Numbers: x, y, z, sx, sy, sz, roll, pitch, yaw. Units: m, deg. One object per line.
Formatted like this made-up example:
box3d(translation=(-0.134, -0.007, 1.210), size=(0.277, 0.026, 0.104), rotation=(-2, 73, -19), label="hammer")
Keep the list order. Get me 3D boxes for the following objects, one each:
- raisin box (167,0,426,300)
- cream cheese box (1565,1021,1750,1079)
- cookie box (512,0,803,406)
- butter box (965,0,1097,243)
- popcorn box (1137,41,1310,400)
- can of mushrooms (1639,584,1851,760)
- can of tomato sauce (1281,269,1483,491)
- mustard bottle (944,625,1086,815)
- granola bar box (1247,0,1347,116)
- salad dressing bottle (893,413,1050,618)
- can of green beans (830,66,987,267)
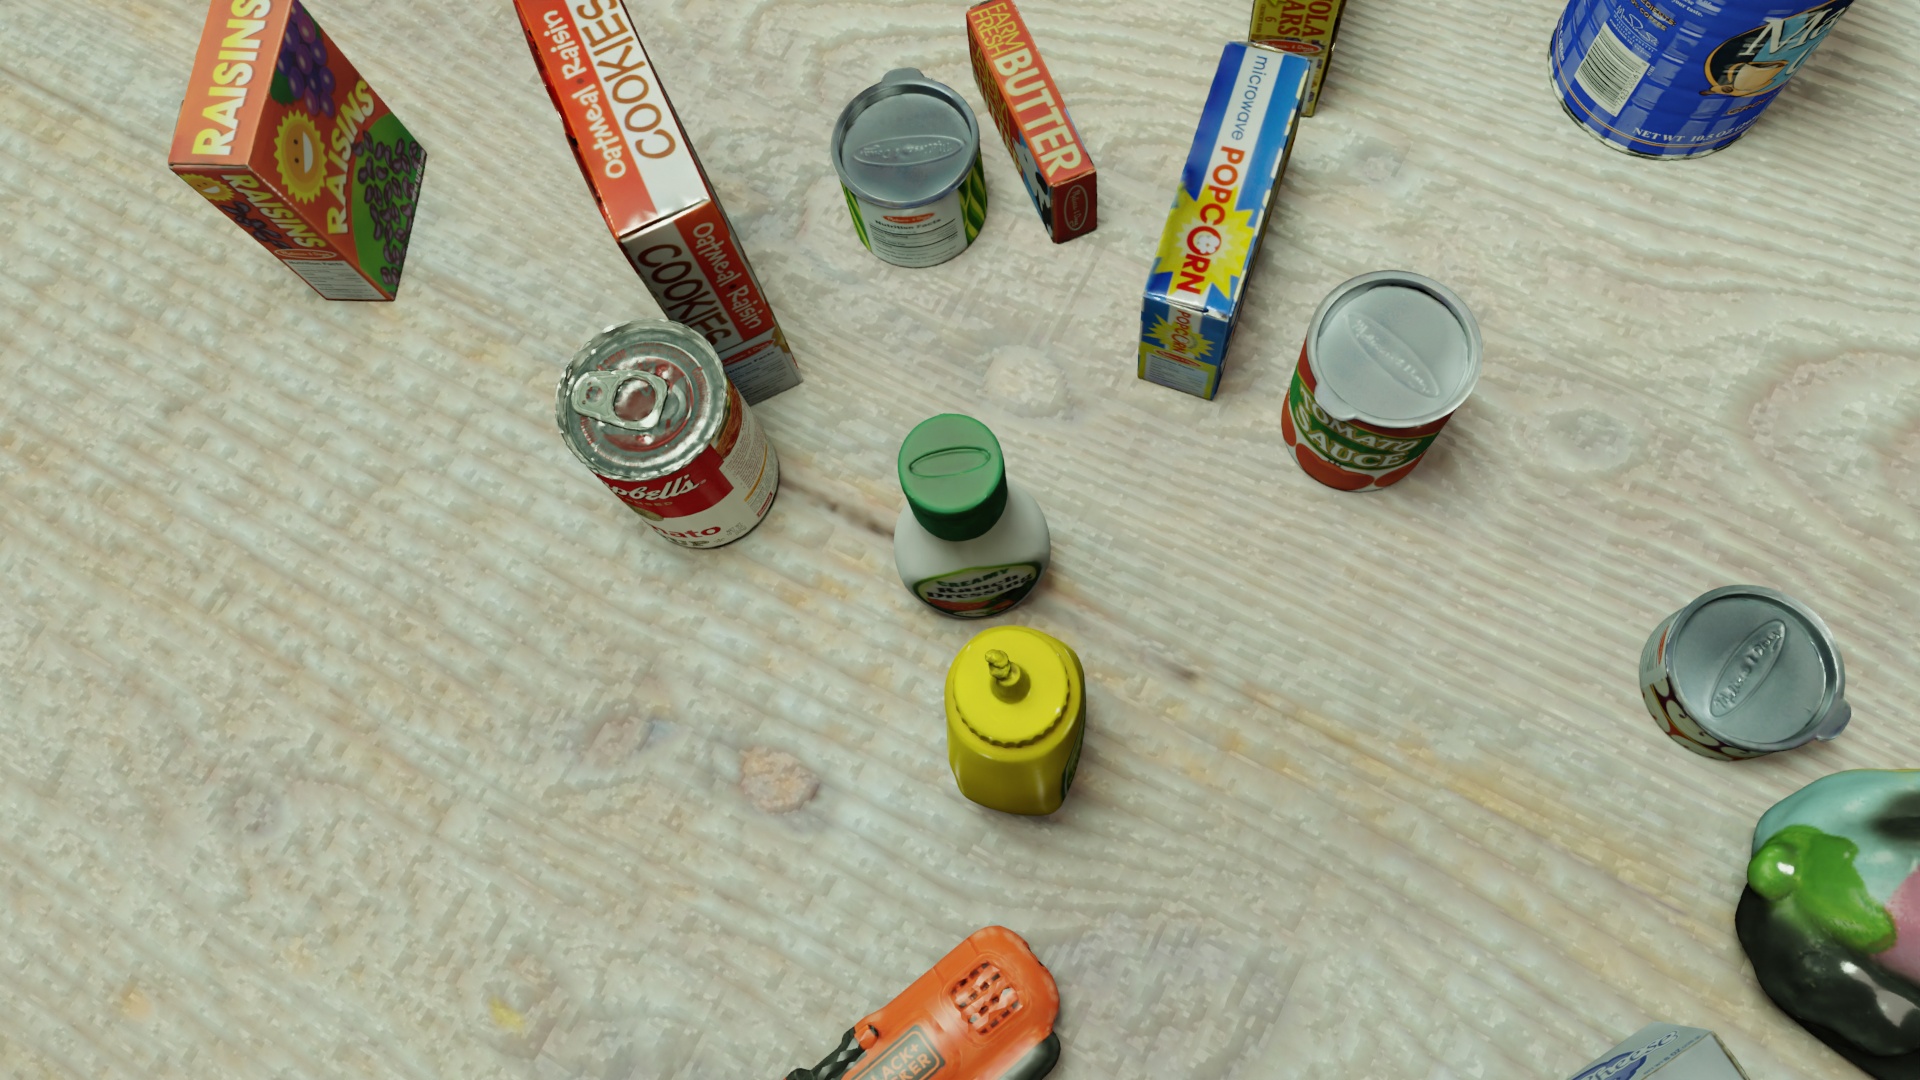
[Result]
box3d(translation=(-0.294, -0.173, 0.626), size=(0.040, 0.123, 0.086), rotation=(4, 74, 6), label="raisin box")
box3d(translation=(0.227, 0.213, 0.501), size=(0.104, 0.053, 0.024), rotation=(-32, 74, -5), label="cream cheese box")
box3d(translation=(-0.122, -0.141, 0.579), size=(0.040, 0.167, 0.123), rotation=(-25, 73, -2), label="cookie box")
box3d(translation=(0.033, -0.194, 0.641), size=(0.024, 0.053, 0.104), rotation=(-22, 73, -2), label="butter box")
box3d(translation=(0.113, -0.136, 0.600), size=(0.038, 0.085, 0.127), rotation=(17, 76, 10), label="popcorn box")
box3d(translation=(0.311, 0.055, 0.552), size=(0.071, 0.033, 0.071), rotation=(-1, 73, 5), label="can of mushrooms")
box3d(translation=(0.170, -0.062, 0.574), size=(0.071, 0.083, 0.071), rotation=(-1, 74, 5), label="can of tomato sauce")
box3d(translation=(0.021, 0.063, 0.509), size=(0.049, 0.160, 0.065), rotation=(10, 75, 8), label="mustard bottle")
box3d(translation=(0.160, -0.297, 0.624), size=(0.039, 0.124, 0.166), rotation=(9, 75, 8), label="granola bar box")
box3d(translation=(0.002, -0.007, 0.538), size=(0.064, 0.147, 0.044), rotation=(-9, 73, 2), label="salad dressing bottle")
box3d(translation=(-0.022, -0.167, 0.635), size=(0.071, 0.057, 0.071), rotation=(-1, 73, 5), label="can of green beans")
